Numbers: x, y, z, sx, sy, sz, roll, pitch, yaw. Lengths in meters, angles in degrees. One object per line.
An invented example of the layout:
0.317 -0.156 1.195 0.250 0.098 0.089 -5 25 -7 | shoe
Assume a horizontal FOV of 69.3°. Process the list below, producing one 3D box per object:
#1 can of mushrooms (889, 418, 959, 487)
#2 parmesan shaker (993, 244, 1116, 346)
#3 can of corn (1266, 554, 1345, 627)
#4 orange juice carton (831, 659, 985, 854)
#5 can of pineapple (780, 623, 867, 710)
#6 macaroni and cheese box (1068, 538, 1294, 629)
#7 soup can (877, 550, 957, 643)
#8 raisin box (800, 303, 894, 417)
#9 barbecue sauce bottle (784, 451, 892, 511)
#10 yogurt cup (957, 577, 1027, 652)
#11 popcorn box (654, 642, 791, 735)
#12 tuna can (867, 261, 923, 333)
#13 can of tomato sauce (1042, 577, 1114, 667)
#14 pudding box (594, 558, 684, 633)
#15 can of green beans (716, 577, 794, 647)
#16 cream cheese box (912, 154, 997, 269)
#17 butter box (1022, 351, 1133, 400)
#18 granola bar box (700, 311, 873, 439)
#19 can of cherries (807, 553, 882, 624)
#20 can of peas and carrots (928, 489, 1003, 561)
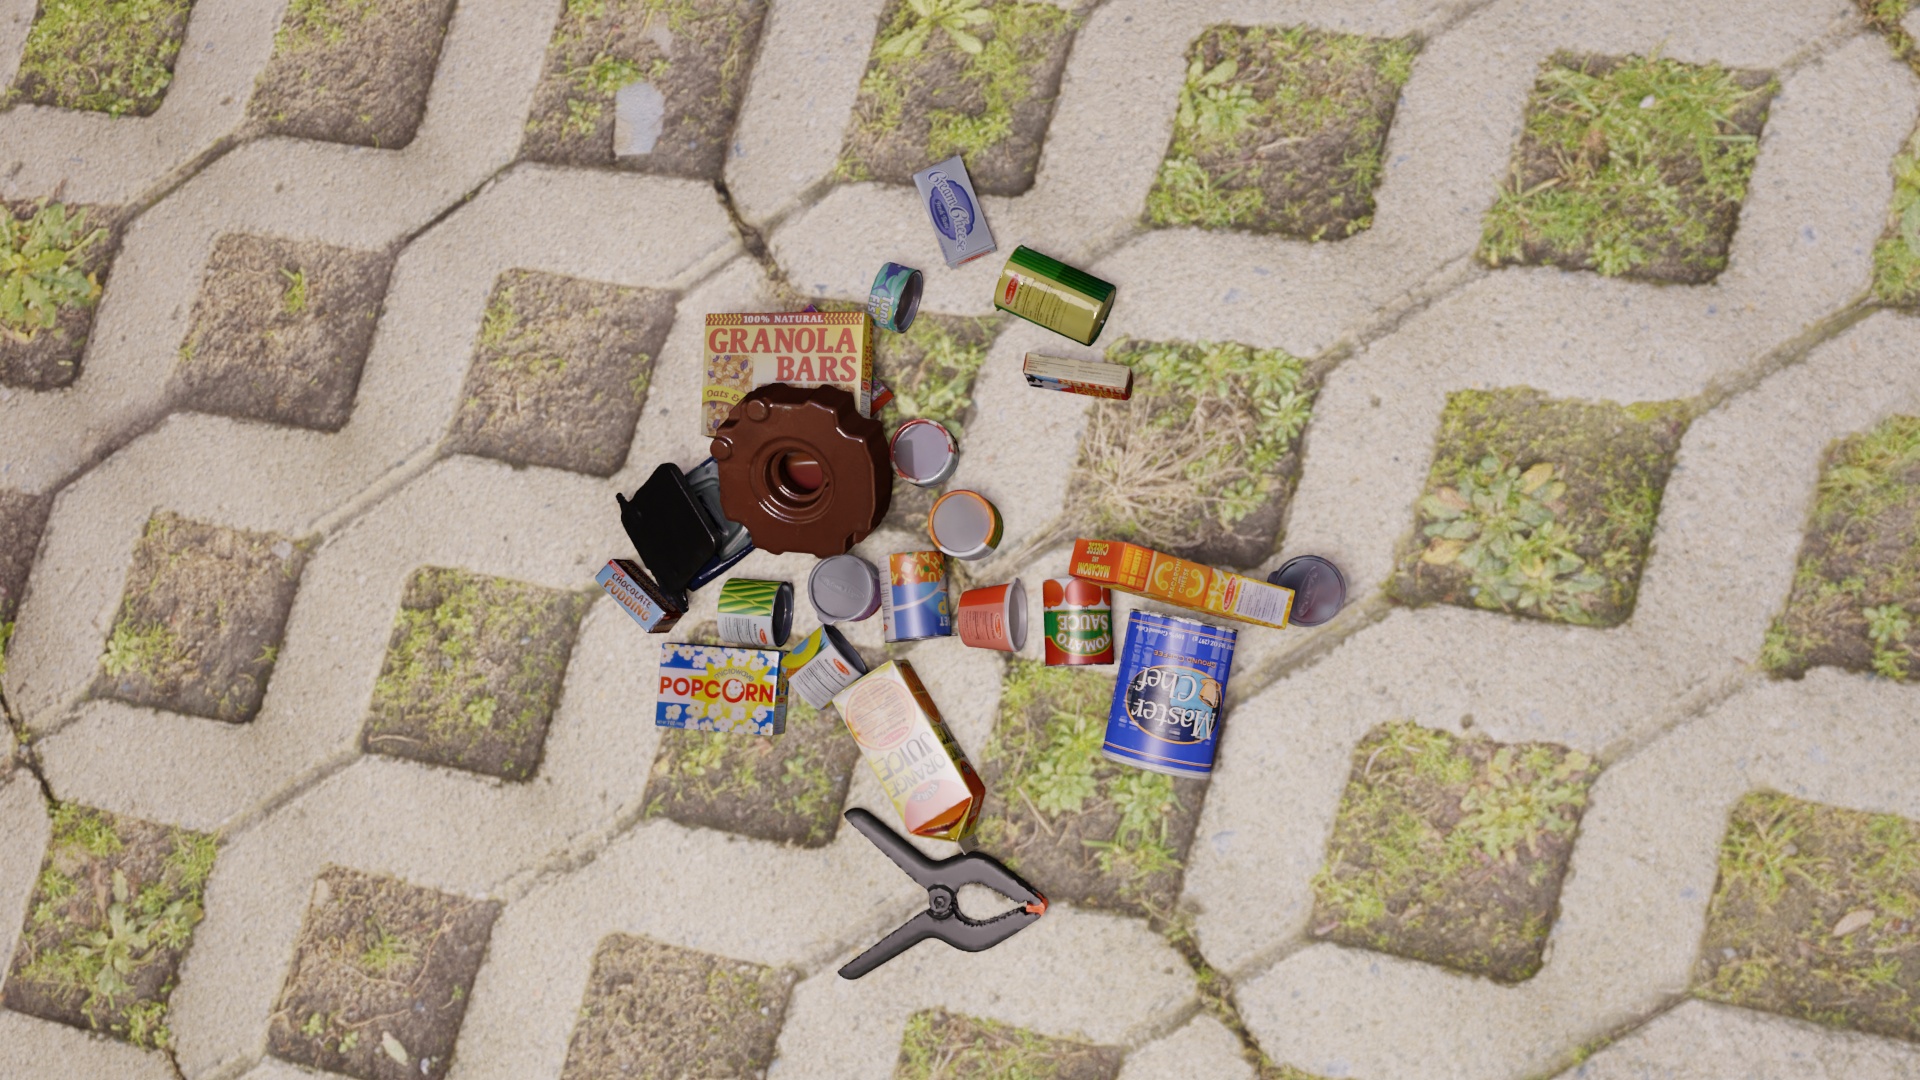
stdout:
-0.038 -0.089 1.382 0.071 0.033 0.071 -1 86 10 | can of mushrooms
0.092 -0.236 1.358 0.103 0.071 0.071 26 90 11 | parmesan shaker
0.320 0.047 1.293 0.071 0.058 0.071 -1 85 10 | can of corn
-0.039 0.214 1.335 0.073 0.072 0.193 -33 80 6 | orange juice carton
-0.134 0.124 1.365 0.058 0.071 0.071 -40 80 5 | can of pineapple
0.196 0.039 1.252 0.166 0.123 0.040 15 88 -15 | macaroni and cheese box
-0.042 0.055 1.354 0.071 0.071 0.084 -7 84 10 | soup can
-0.140 -0.165 1.404 0.086 0.040 0.123 -42 79 5 | raisin box
-0.143 -0.065 1.388 0.148 0.044 0.064 17 128 15 | barbecue sauce bottle
0.031 0.075 1.341 0.054 0.072 0.072 -3 85 18 | yogurt cup
-0.239 0.148 1.393 0.127 0.038 0.085 3 85 10 | popcorn box
-0.066 -0.241 1.382 0.033 0.071 0.071 19 89 13 | tuna can
0.112 0.078 1.321 0.071 0.071 0.083 -3 84 10 | can of tomato sauce
-0.326 0.057 1.411 0.084 0.049 0.030 44 95 11 | pudding box
-0.203 0.071 1.380 0.058 0.071 0.071 4 86 11 | can of green beans
-0.006 -0.331 1.403 0.053 0.024 0.104 -21 82 7 | cream cheese box
0.115 -0.159 1.352 0.103 0.053 0.024 10 84 10 | butter box
-0.170 -0.161 1.368 0.165 0.039 0.124 2 89 14 | granola bar box
-0.113 0.050 1.370 0.071 0.058 0.071 -1 85 9 | can of cherries
0.005 -0.017 1.355 0.071 0.058 0.071 -1 85 10 | can of peas and carrots
